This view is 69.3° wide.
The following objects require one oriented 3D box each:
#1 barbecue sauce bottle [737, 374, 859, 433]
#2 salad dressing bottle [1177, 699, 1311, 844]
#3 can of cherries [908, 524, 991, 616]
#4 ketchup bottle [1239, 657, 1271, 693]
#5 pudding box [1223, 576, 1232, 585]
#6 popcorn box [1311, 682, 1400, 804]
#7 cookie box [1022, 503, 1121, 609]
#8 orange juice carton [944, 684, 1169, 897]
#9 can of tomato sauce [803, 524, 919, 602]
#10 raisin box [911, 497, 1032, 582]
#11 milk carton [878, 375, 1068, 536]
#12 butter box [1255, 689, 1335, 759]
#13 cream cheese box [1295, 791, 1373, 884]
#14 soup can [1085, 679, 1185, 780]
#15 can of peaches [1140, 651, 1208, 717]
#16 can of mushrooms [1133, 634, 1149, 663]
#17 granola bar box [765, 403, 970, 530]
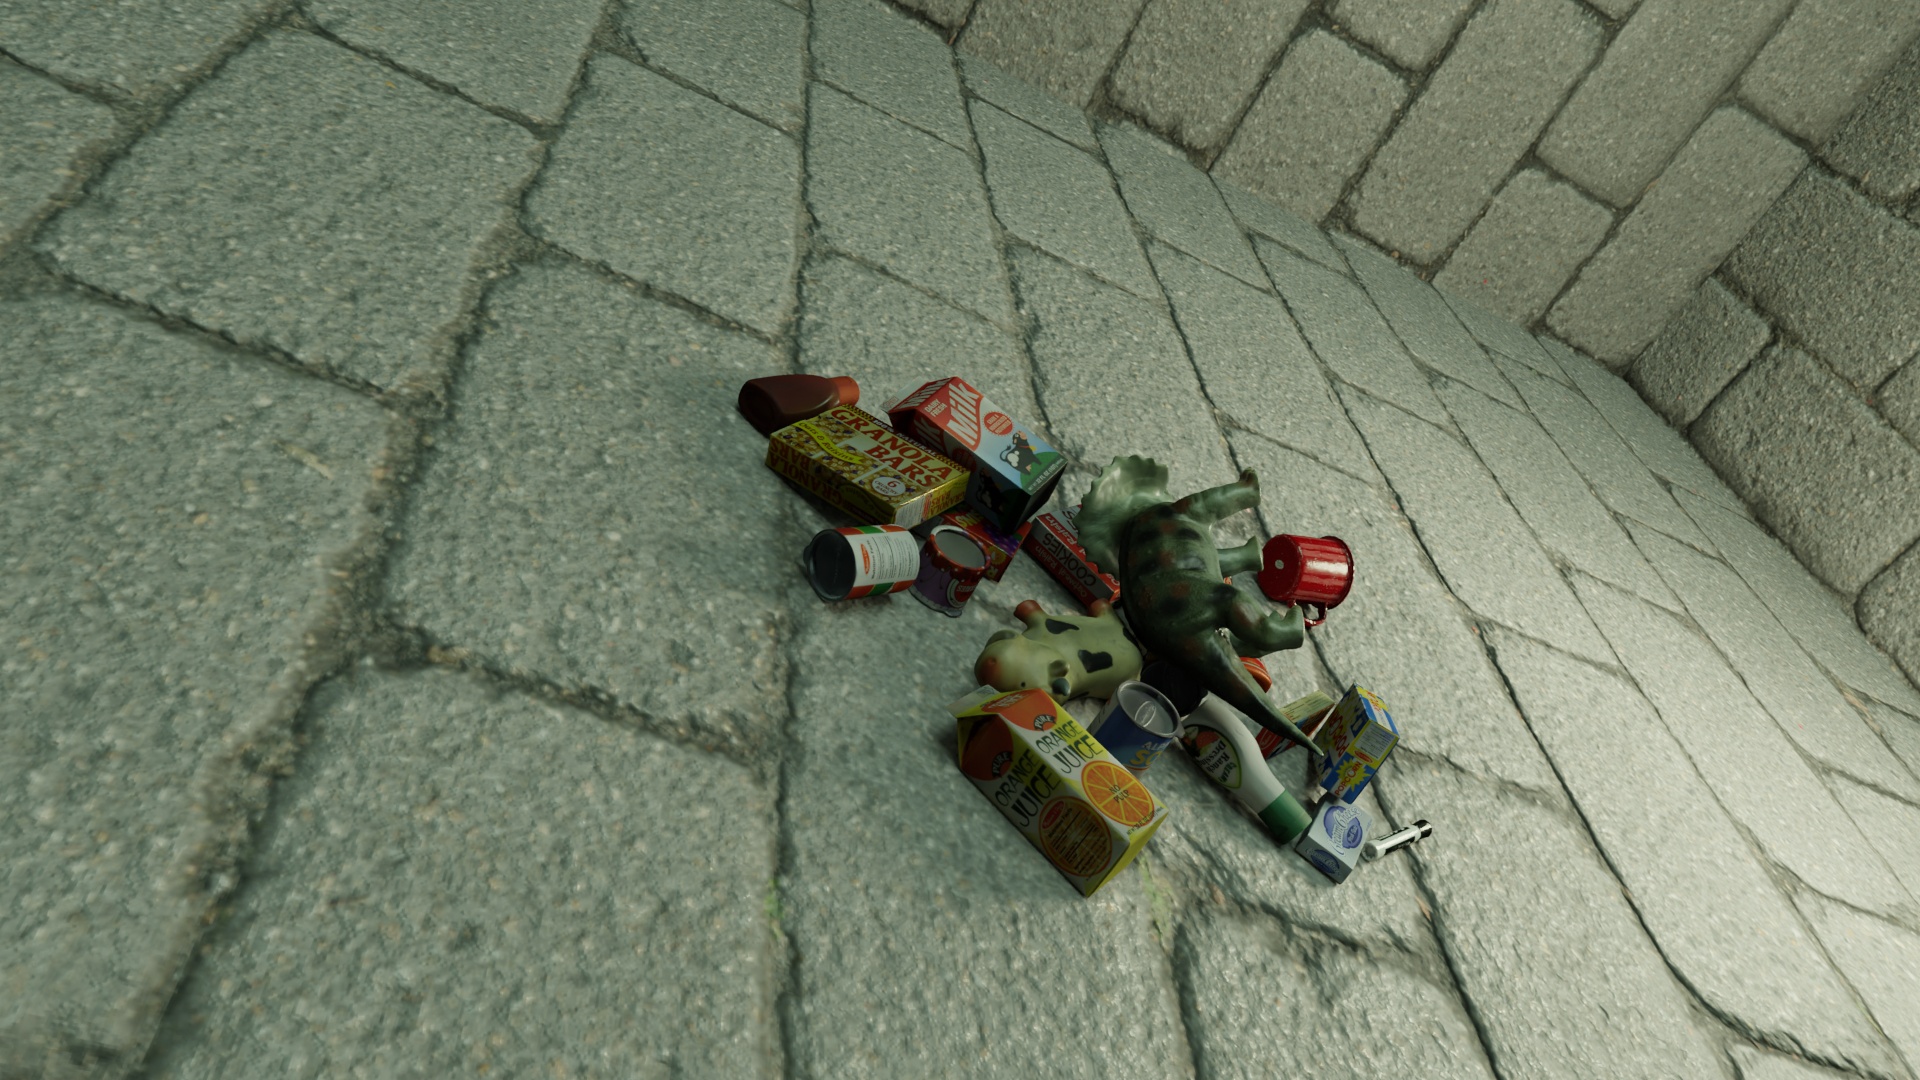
[{"bbox_3d":[-0.166,-0.151,1.482,0.065,0.043,0.149,43,31,19],"label":"barbecue sauce bottle"},{"bbox_3d":[0.269,0.220,1.316,0.148,0.064,0.044,48,44,13],"label":"salad dressing bottle"},{"bbox_3d":[-0.010,0.029,1.343,0.071,0.058,0.072,23,31,-14],"label":"can of cherries"},{"bbox_3d":[0.291,0.109,1.514,0.065,0.043,0.149,24,30,-20],"label":"ketchup bottle"},{"bbox_3d":[0.289,0.043,1.621,0.049,0.030,0.084,29,30,-7],"label":"pudding box"},{"bbox_3d":[0.395,0.202,1.398,0.038,0.085,0.127,32,14,2],"label":"popcorn box"},{"bbox_3d":[0.158,0.015,1.536,0.123,0.040,0.168,44,31,21],"label":"cookie box"},{"bbox_3d":[0.071,0.194,1.158,0.193,0.072,0.072,43,32,20],"label":"orange juice carton"},{"bbox_3d":[-0.090,0.020,1.278,0.083,0.071,0.071,-6,46,-47],"label":"can of tomato sauce"},{"bbox_3d":[0.005,-0.018,1.445,0.123,0.040,0.086,31,30,2],"label":"raisin box"},{"bbox_3d":[0.008,-0.100,1.437,0.191,0.073,0.073,39,52,12],"label":"milk carton"},{"bbox_3d":[0.344,0.189,1.433,0.024,0.053,0.104,44,31,26],"label":"butter box"},{"bbox_3d":[0.361,0.283,1.338,0.053,0.024,0.104,37,30,12],"label":"cream cheese box"},{"bbox_3d":[0.149,0.179,1.240,0.071,0.083,0.072,23,31,-15],"label":"soup can"},{"bbox_3d":[0.215,0.134,1.381,0.071,0.071,0.058,34,29,3],"label":"can of peaches"},{"bbox_3d":[0.216,0.110,1.453,0.071,0.033,0.071,24,30,-15],"label":"can of mushrooms"},{"bbox_3d":[-0.092,-0.074,1.389,0.166,0.038,0.125,30,35,24],"label":"granola bar box"}]
